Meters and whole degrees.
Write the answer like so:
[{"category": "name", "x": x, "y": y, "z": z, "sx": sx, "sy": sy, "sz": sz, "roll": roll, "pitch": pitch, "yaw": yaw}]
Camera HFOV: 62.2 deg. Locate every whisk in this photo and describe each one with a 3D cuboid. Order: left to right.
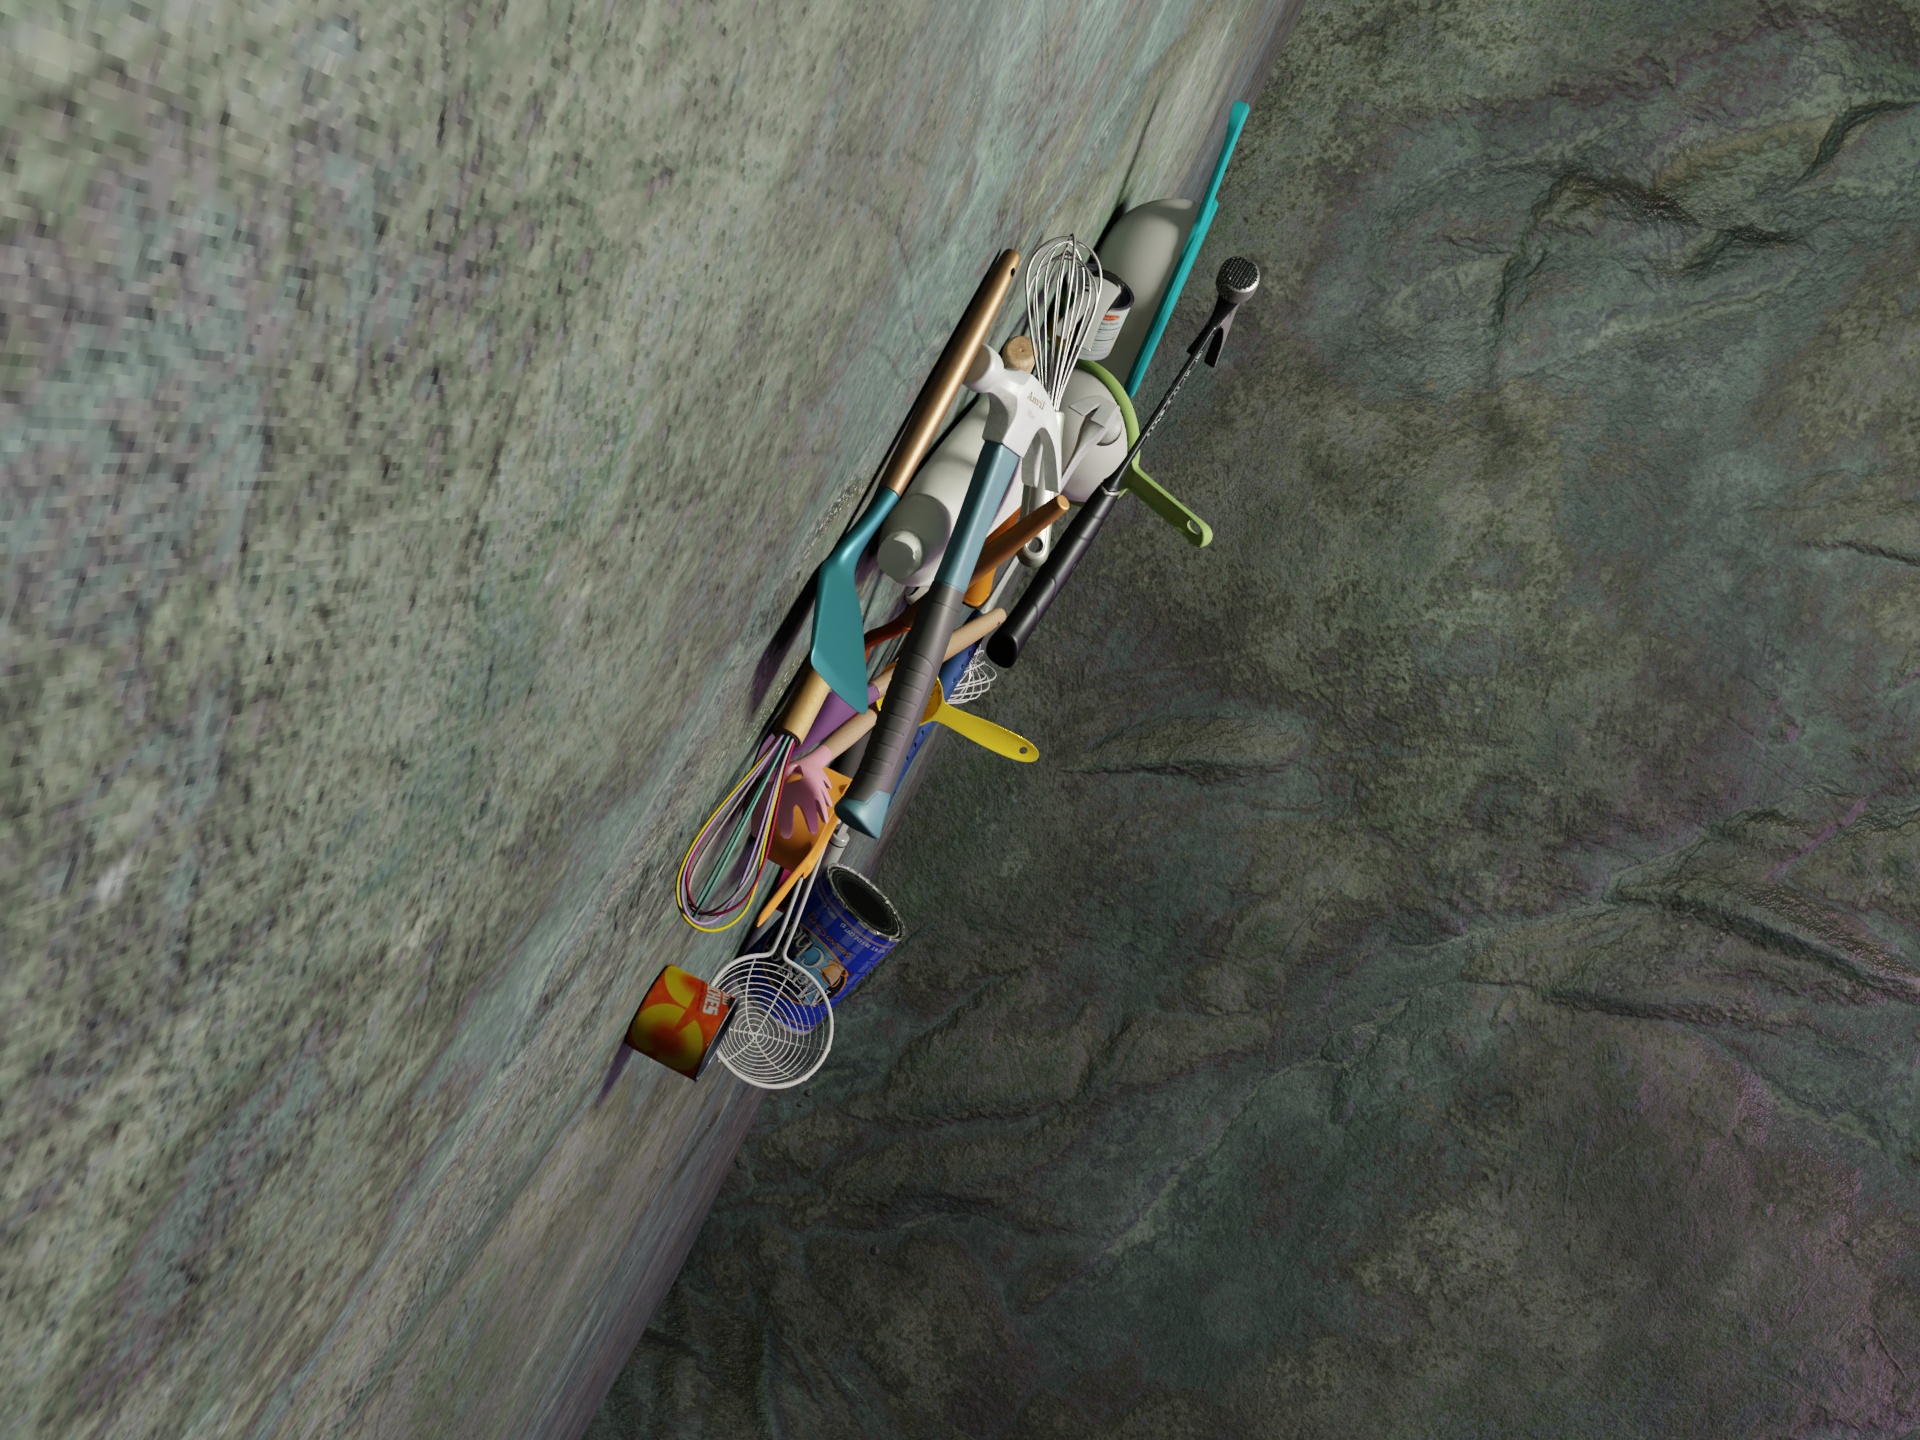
[{"category": "whisk", "x": -0.120, "y": 0.031, "z": 1.038, "sx": 0.051, "sy": 0.047, "sz": 0.245, "roll": 110, "pitch": 4, "yaw": -61}, {"category": "whisk", "x": -0.047, "y": -0.026, "z": 1.475, "sx": 0.284, "sy": 0.070, "sz": 0.070, "roll": -29, "pitch": 149, "yaw": -60}, {"category": "whisk", "x": 0.067, "y": -0.236, "z": 1.181, "sx": 0.059, "sy": 0.058, "sz": 0.246, "roll": -129, "pitch": -134, "yaw": -82}]

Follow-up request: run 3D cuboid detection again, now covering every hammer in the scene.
[{"category": "hammer", "x": -0.014, "y": -0.078, "z": 1.081, "sx": 0.128, "sy": 0.033, "sz": 0.331, "roll": 21, "pitch": 90, "yaw": -56}, {"category": "hammer", "x": 0.011, "y": -0.207, "z": 1.397, "sx": 0.130, "sy": 0.031, "sz": 0.331, "roll": -62, "pitch": 177, "yaw": -35}, {"category": "hammer", "x": 0.024, "y": -0.103, "z": 1.380, "sx": 0.405, "sy": 0.035, "sz": 0.144, "roll": -59, "pitch": 174, "yaw": 5}, {"category": "hammer", "x": 0.058, "y": -0.228, "z": 1.405, "sx": 0.127, "sy": 0.034, "sz": 0.336, "roll": -63, "pitch": 177, "yaw": -50}, {"category": "hammer", "x": 0.140, "y": -0.220, "z": 1.414, "sx": 0.409, "sy": 0.036, "sz": 0.149, "roll": -57, "pitch": 175, "yaw": -11}]

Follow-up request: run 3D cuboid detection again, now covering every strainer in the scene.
[{"category": "strainer", "x": -0.119, "y": 0.109, "z": 1.570, "sx": 0.087, "sy": 0.050, "sz": 0.258, "roll": -12, "pitch": 137, "yaw": -53}, {"category": "strainer", "x": 0.131, "y": -0.240, "z": 1.525, "sx": 0.069, "sy": 0.257, "sz": 0.151, "roll": -24, "pitch": 147, "yaw": -37}, {"category": "strainer", "x": 0.187, "y": -0.475, "z": 1.560, "sx": 0.340, "sy": 0.095, "sz": 0.211, "roll": 109, "pitch": 5, "yaw": -58}]

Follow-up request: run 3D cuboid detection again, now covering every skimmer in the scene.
[{"category": "skimmer", "x": -0.134, "y": 0.153, "z": 1.460, "sx": 0.363, "sy": 0.127, "sz": 0.090, "roll": -70, "pitch": -160, "yaw": 3}]

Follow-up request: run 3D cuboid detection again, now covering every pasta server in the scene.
[{"category": "pasta server", "x": -0.099, "y": 0.028, "z": 1.232, "sx": 0.316, "sy": 0.060, "sz": 0.040, "roll": -48, "pitch": 138, "yaw": -73}]

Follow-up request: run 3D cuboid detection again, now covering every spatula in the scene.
[{"category": "spatula", "x": -0.051, "y": -0.032, "z": 1.191, "sx": 0.316, "sy": 0.018, "sz": 0.059, "roll": -33, "pitch": 157, "yaw": -50}, {"category": "spatula", "x": -0.024, "y": -0.160, "z": 0.988, "sx": 0.317, "sy": 0.044, "sz": 0.082, "roll": -64, "pitch": 151, "yaw": -13}, {"category": "spatula", "x": -0.020, "y": -0.083, "z": 1.240, "sx": 0.322, "sy": 0.041, "sz": 0.081, "roll": -34, "pitch": -161, "yaw": 42}]

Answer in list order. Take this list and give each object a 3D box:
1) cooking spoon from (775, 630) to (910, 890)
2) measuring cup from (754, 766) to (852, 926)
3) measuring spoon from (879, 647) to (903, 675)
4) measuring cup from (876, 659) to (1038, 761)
[{"category": "cooking spoon", "x": -0.106, "y": 0.029, "z": 1.585, "sx": 0.319, "sy": 0.017, "sz": 0.069, "roll": -62, "pitch": 178, "yaw": -2}, {"category": "measuring cup", "x": -0.139, "y": 0.095, "z": 1.225, "sx": 0.095, "sy": 0.052, "sz": 0.174, "roll": -65, "pitch": 175, "yaw": 35}, {"category": "measuring spoon", "x": -0.050, "y": -0.060, "z": 1.517, "sx": 0.124, "sy": 0.018, "sz": 0.034, "roll": -49, "pitch": -169, "yaw": -5}, {"category": "measuring cup", "x": -0.002, "y": -0.004, "z": 1.353, "sx": 0.062, "sy": 0.156, "sz": 0.029, "roll": -59, "pitch": -161, "yaw": 15}]
